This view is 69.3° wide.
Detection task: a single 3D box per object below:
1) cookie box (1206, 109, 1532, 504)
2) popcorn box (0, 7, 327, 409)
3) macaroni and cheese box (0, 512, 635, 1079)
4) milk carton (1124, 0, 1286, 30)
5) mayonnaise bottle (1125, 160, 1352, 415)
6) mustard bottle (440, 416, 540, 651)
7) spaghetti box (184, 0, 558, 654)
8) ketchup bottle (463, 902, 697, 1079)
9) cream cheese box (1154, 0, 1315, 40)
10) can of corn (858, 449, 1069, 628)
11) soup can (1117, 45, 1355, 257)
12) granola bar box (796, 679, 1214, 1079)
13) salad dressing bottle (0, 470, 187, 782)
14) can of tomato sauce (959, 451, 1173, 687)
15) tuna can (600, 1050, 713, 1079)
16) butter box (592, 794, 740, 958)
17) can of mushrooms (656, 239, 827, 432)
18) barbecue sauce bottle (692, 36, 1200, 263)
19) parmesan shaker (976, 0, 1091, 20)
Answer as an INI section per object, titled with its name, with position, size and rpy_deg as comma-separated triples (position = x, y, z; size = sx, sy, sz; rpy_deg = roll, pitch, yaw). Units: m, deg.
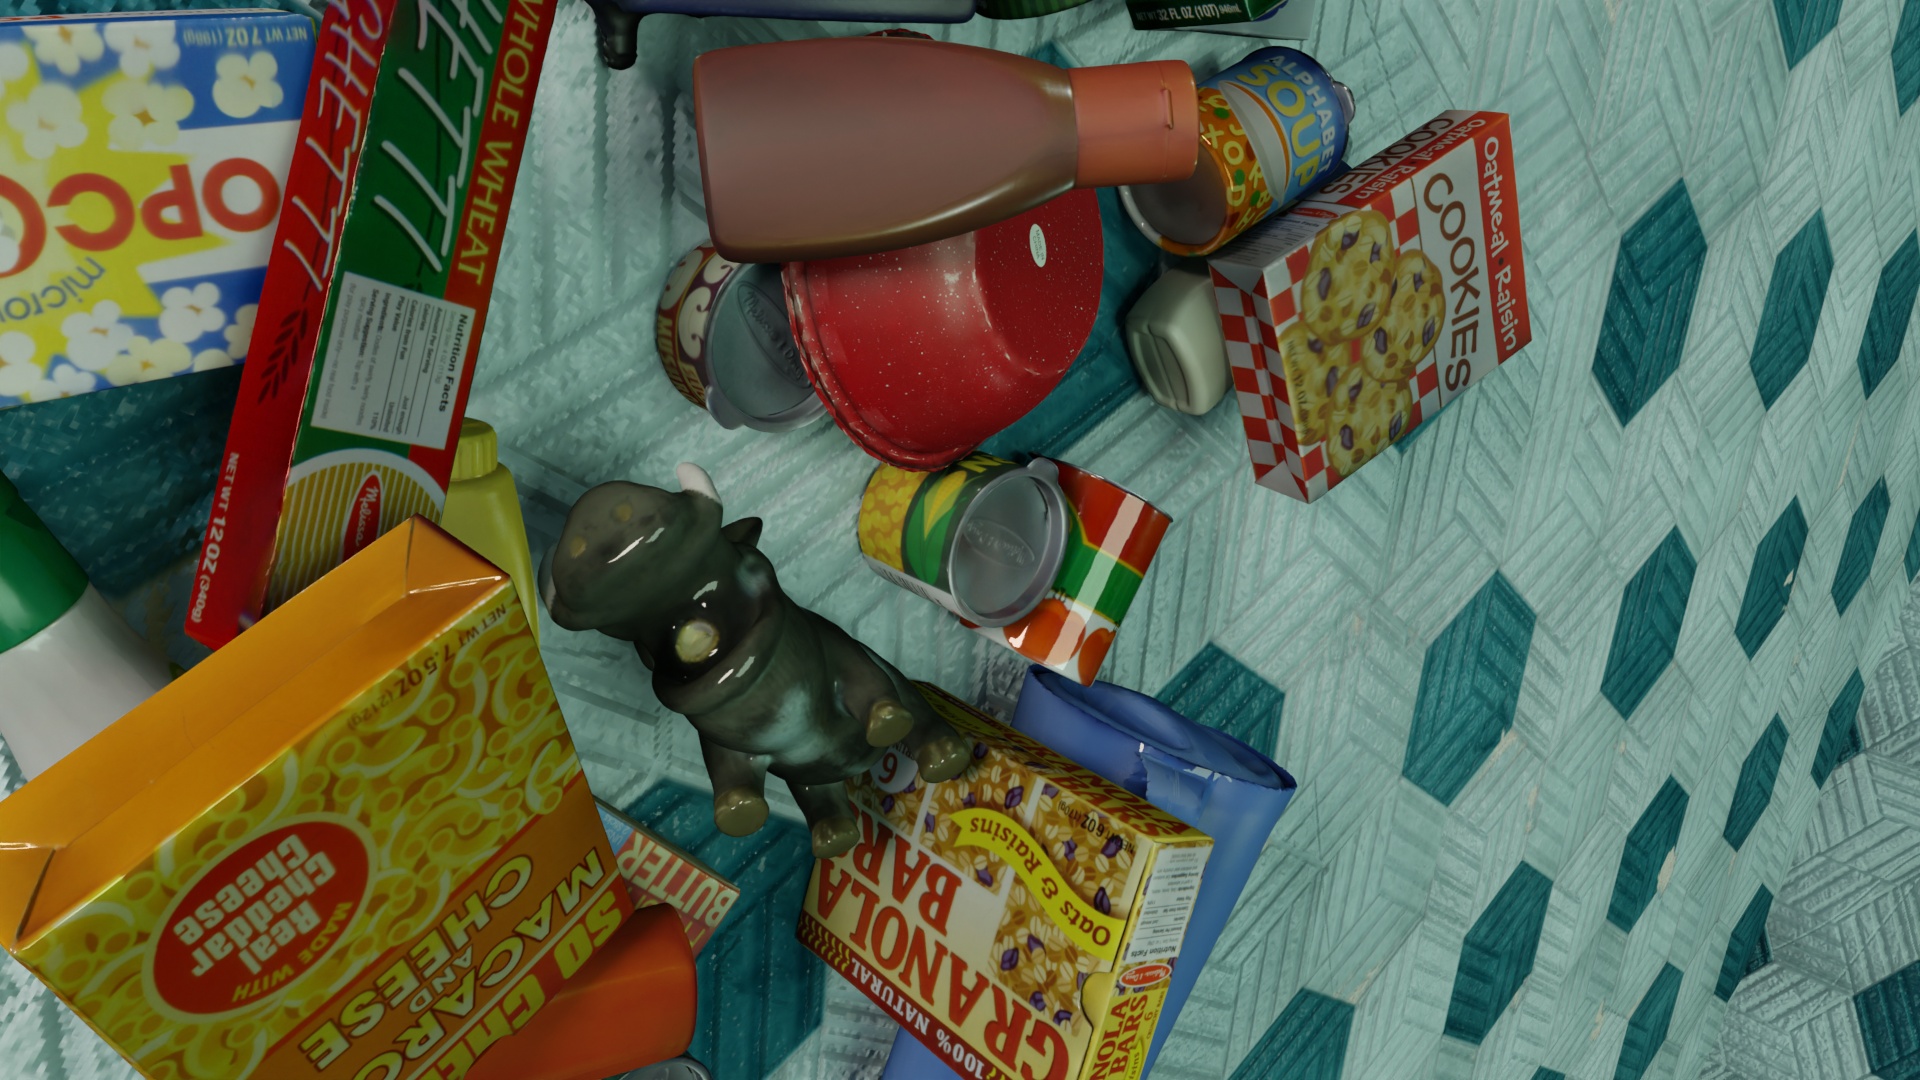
[cookie box]
position = 0.199, -0.113, 0.658
size = 0.168, 0.040, 0.122
rpy_deg = -34, 124, -22
[popcorn box]
position = -0.216, -0.080, 0.332
size = 0.127, 0.038, 0.084
rpy_deg = -21, 121, -39
[macaroni and cheese box]
position = -0.157, 0.093, 0.365
size = 0.124, 0.040, 0.165
rpy_deg = -43, 149, -32
[milk carton]
position = 0.077, -0.291, 0.499
size = 0.074, 0.072, 0.189
rpy_deg = -37, 121, -17
[mayonnaise bottle]
position = 0.140, -0.129, 0.669
size = 0.148, 0.041, 0.064
rpy_deg = -47, 133, -22
[mustard bottle]
position = -0.160, 0.013, 0.419
size = 0.065, 0.049, 0.159
rpy_deg = -7, 110, -40
[spaghetti box]
position = -0.142, -0.092, 0.356
size = 0.050, 0.029, 0.250
rpy_deg = 12, 91, -62
[ketchup bottle]
position = -0.164, 0.165, 0.458
size = 0.149, 0.044, 0.064
rpy_deg = -8, 133, -27
[cream cheese box]
position = 0.120, -0.250, 0.611
size = 0.104, 0.024, 0.053
rpy_deg = -15, 117, -41
[can of corn]
position = 0.002, -0.007, 0.566
size = 0.071, 0.058, 0.071
rpy_deg = -19, 119, -39
[soup can]
position = 0.121, -0.171, 0.609
size = 0.084, 0.071, 0.071
rpy_deg = -36, 129, -29
[granola bar box]
position = 0.009, 0.141, 0.555
size = 0.039, 0.166, 0.124
rpy_deg = 10, 99, -44
[salad dressing bottle]
position = -0.222, 0.048, 0.364
size = 0.044, 0.064, 0.147
rpy_deg = -31, 122, -13
[can of tomato sauce]
position = 0.044, 0.013, 0.612
size = 0.071, 0.071, 0.083
rpy_deg = 30, 85, -47
[tuna can]
position = -0.134, 0.223, 0.542
size = 0.071, 0.033, 0.070
rpy_deg = -20, 119, -39
[butter box]
position = -0.131, 0.129, 0.512
size = 0.053, 0.024, 0.103
rpy_deg = -55, 136, -13
[can of mushrooms]
position = -0.072, -0.071, 0.485
size = 0.071, 0.033, 0.070
rpy_deg = -20, 120, -39
[barbecue sauce bottle]
position = -0.004, -0.122, 0.424
size = 0.149, 0.043, 0.065
rpy_deg = -6, 93, -3
[parmesan shaker]
position = 0.022, -0.242, 0.482
size = 0.071, 0.071, 0.102
rpy_deg = -41, 131, -26
